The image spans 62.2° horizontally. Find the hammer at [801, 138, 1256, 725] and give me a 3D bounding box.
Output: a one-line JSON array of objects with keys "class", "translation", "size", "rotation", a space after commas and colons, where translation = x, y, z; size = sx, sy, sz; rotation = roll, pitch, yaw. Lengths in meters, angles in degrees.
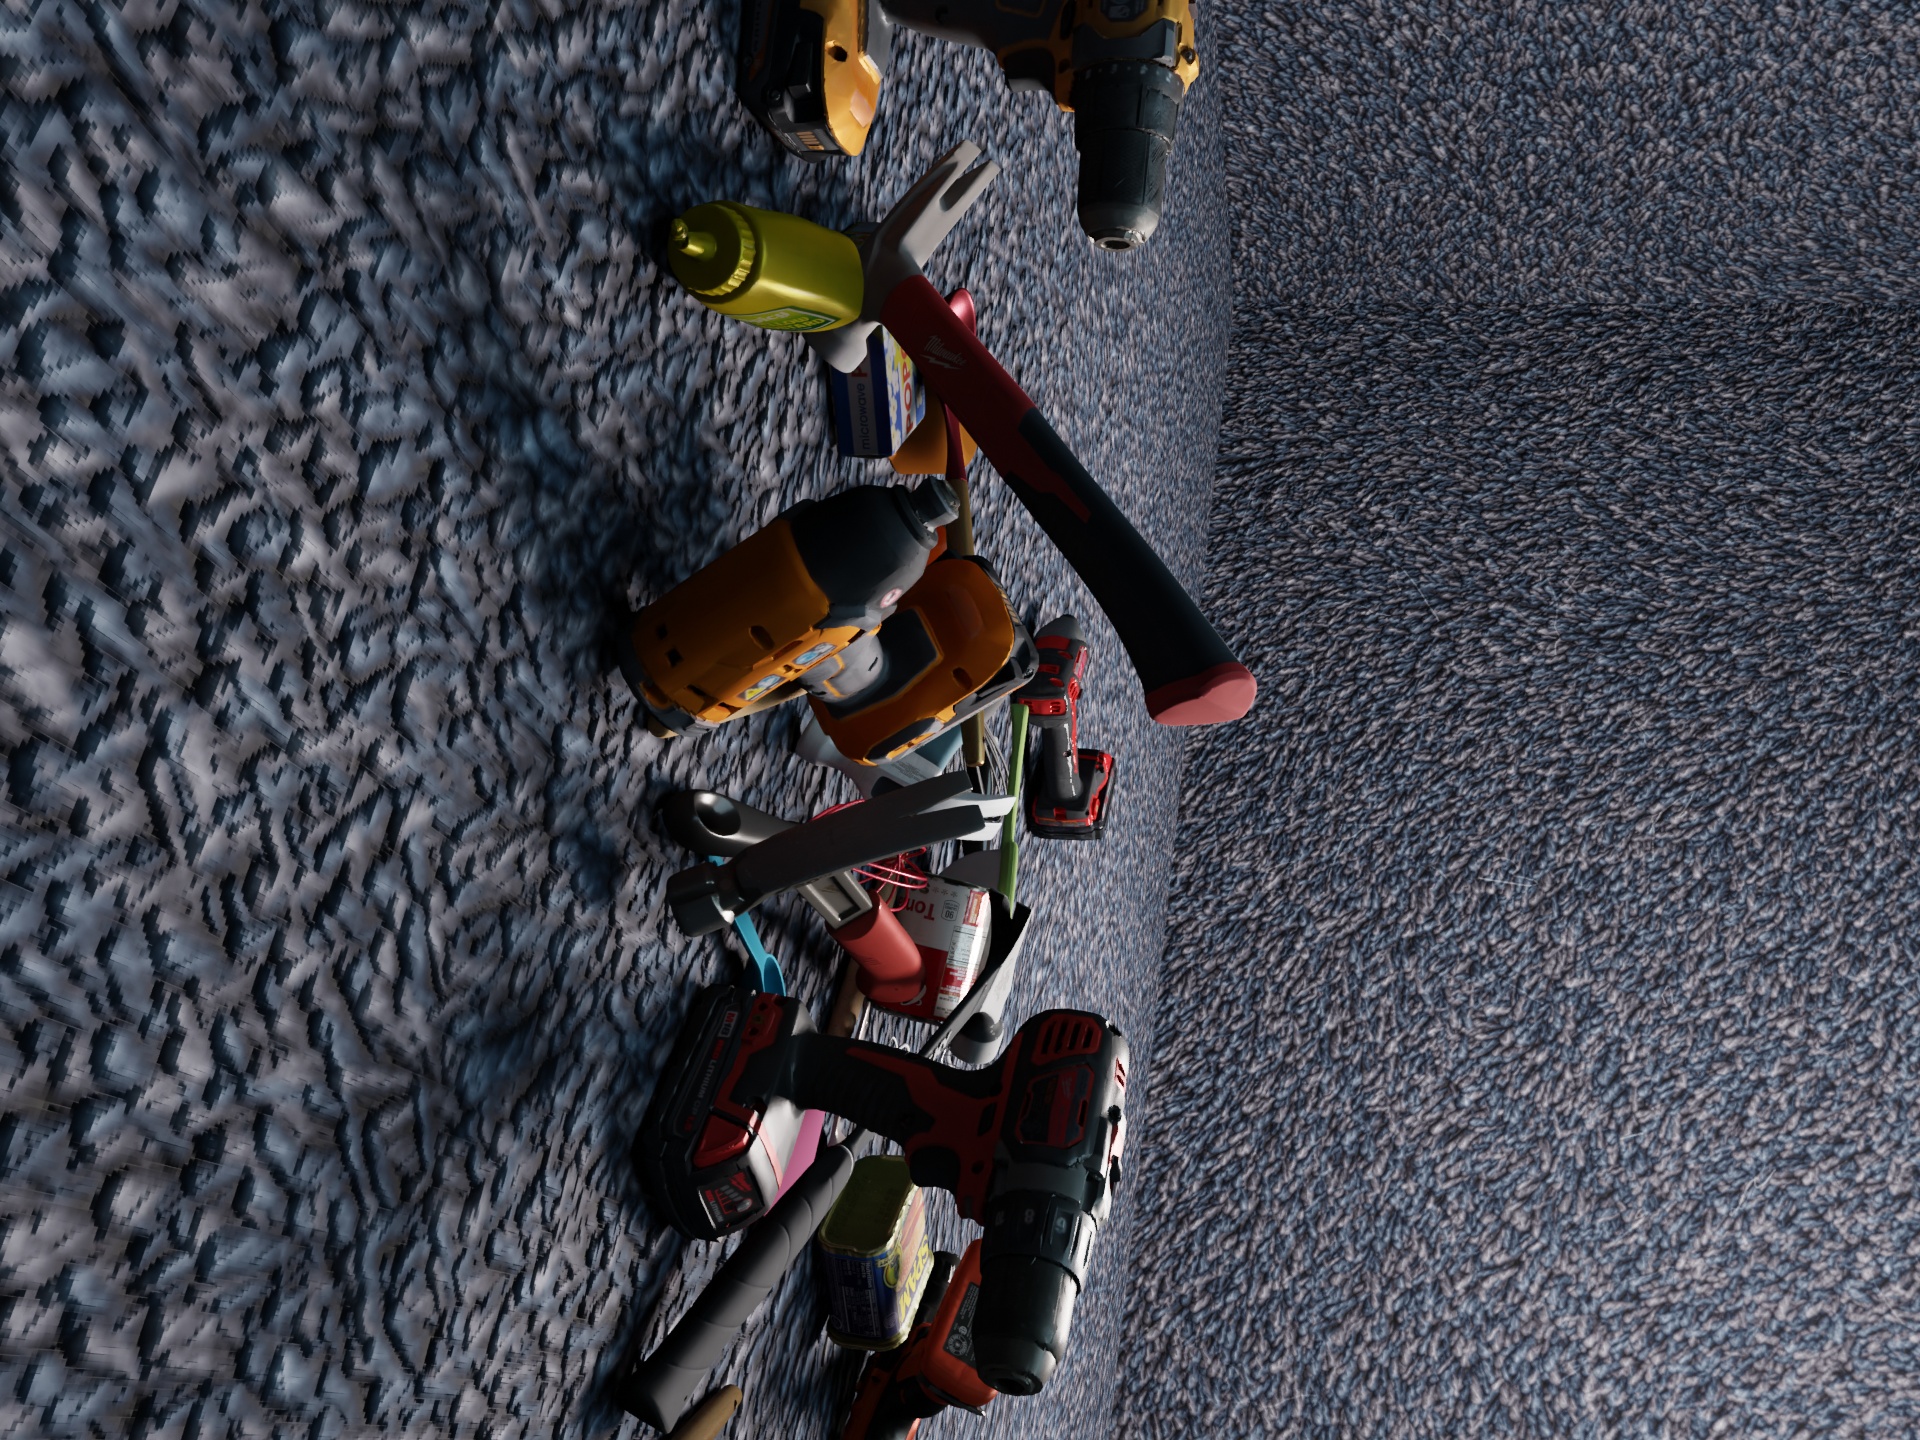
[{"class": "hammer", "translation": [0.041, -0.145, 0.782], "size": [0.038, 0.143, 0.387], "rotation": [25, 25, -46]}]

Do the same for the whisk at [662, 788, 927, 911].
[{"class": "whisk", "translation": [-0.088, 0.069, 0.890], "size": [0.295, 0.073, 0.073], "rotation": [27, 68, -68]}]

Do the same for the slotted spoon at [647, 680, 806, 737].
[{"class": "slotted spoon", "translation": [-0.094, -0.024, 0.887], "size": [0.070, 0.031, 0.314], "rotation": [58, 20, 1]}]

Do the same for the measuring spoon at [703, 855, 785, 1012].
[{"class": "measuring spoon", "translation": [-0.122, 0.117, 0.854], "size": [0.042, 0.021, 0.128], "rotation": [-90, 165, -54]}]

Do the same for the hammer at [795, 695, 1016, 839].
[{"class": "hammer", "translation": [-0.002, -0.003, 1.078], "size": [0.033, 0.128, 0.331], "rotation": [-60, 176, 22]}]

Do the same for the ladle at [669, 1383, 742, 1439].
[{"class": "ladle", "translation": [-0.147, 0.373, 0.731], "size": [0.320, 0.062, 0.078], "rotation": [9, 85, -79]}]

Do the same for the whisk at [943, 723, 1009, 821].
[{"class": "whisk", "translation": [0.001, -0.018, 1.251], "size": [0.055, 0.055, 0.238], "rotation": [-66, 151, -54]}]

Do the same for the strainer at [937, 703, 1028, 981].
[{"class": "strainer", "translation": [0.007, 0.111, 1.227], "size": [0.151, 0.069, 0.256], "rotation": [99, -3, -84]}]

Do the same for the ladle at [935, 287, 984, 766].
[{"class": "ladle", "translation": [0.000, -0.125, 1.004], "size": [0.069, 0.031, 0.315], "rotation": [35, 49, -68]}]

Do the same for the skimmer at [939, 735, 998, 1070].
[{"class": "skimmer", "translation": [0.036, 0.195, 1.348], "size": [0.127, 0.090, 0.363], "rotation": [152, -55, -66]}]

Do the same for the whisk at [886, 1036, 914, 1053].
[{"class": "whisk", "translation": [-0.040, 0.276, 1.155], "size": [0.246, 0.059, 0.058], "rotation": [72, 37, -67]}]

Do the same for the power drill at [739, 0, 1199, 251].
[{"class": "power drill", "translation": [0.007, -0.330, 0.806], "size": [0.084, 0.226, 0.185], "rotation": [12, 82, -76]}]

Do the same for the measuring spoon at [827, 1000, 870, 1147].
[{"class": "measuring spoon", "translation": [-0.069, 0.243, 1.036], "size": [0.034, 0.018, 0.124], "rotation": [-52, 155, -84]}]

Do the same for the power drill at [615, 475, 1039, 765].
[{"class": "power drill", "translation": [-0.042, -0.048, 0.772], "size": [0.084, 0.164, 0.226], "rotation": [63, 16, 15]}]

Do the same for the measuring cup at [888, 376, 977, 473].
[{"class": "measuring cup", "translation": [-0.021, -0.243, 1.076], "size": [0.173, 0.052, 0.095], "rotation": [81, 19, -48]}]

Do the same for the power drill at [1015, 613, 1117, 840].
[{"class": "power drill", "translation": [0.106, 0.005, 1.616], "size": [0.143, 0.078, 0.219], "rotation": [-71, 157, -48]}]

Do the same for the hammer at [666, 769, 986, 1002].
[{"class": "hammer", "translation": [-0.046, 0.111, 0.890], "size": [0.358, 0.149, 0.037], "rotation": [72, -1, -71]}]

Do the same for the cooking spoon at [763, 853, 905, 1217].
[{"class": "cooking spoon", "translation": [-0.079, 0.204, 1.034], "size": [0.068, 0.017, 0.319], "rotation": [84, 17, -45]}]

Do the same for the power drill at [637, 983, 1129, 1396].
[{"class": "power drill", "translation": [-0.036, 0.220, 0.774], "size": [0.188, 0.227, 0.080], "rotation": [-73, 161, -44]}]

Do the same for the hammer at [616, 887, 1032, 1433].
[{"class": "hammer", "translation": [-0.060, 0.242, 0.907], "size": [0.409, 0.036, 0.149], "rotation": [-42, 153, -53]}]
